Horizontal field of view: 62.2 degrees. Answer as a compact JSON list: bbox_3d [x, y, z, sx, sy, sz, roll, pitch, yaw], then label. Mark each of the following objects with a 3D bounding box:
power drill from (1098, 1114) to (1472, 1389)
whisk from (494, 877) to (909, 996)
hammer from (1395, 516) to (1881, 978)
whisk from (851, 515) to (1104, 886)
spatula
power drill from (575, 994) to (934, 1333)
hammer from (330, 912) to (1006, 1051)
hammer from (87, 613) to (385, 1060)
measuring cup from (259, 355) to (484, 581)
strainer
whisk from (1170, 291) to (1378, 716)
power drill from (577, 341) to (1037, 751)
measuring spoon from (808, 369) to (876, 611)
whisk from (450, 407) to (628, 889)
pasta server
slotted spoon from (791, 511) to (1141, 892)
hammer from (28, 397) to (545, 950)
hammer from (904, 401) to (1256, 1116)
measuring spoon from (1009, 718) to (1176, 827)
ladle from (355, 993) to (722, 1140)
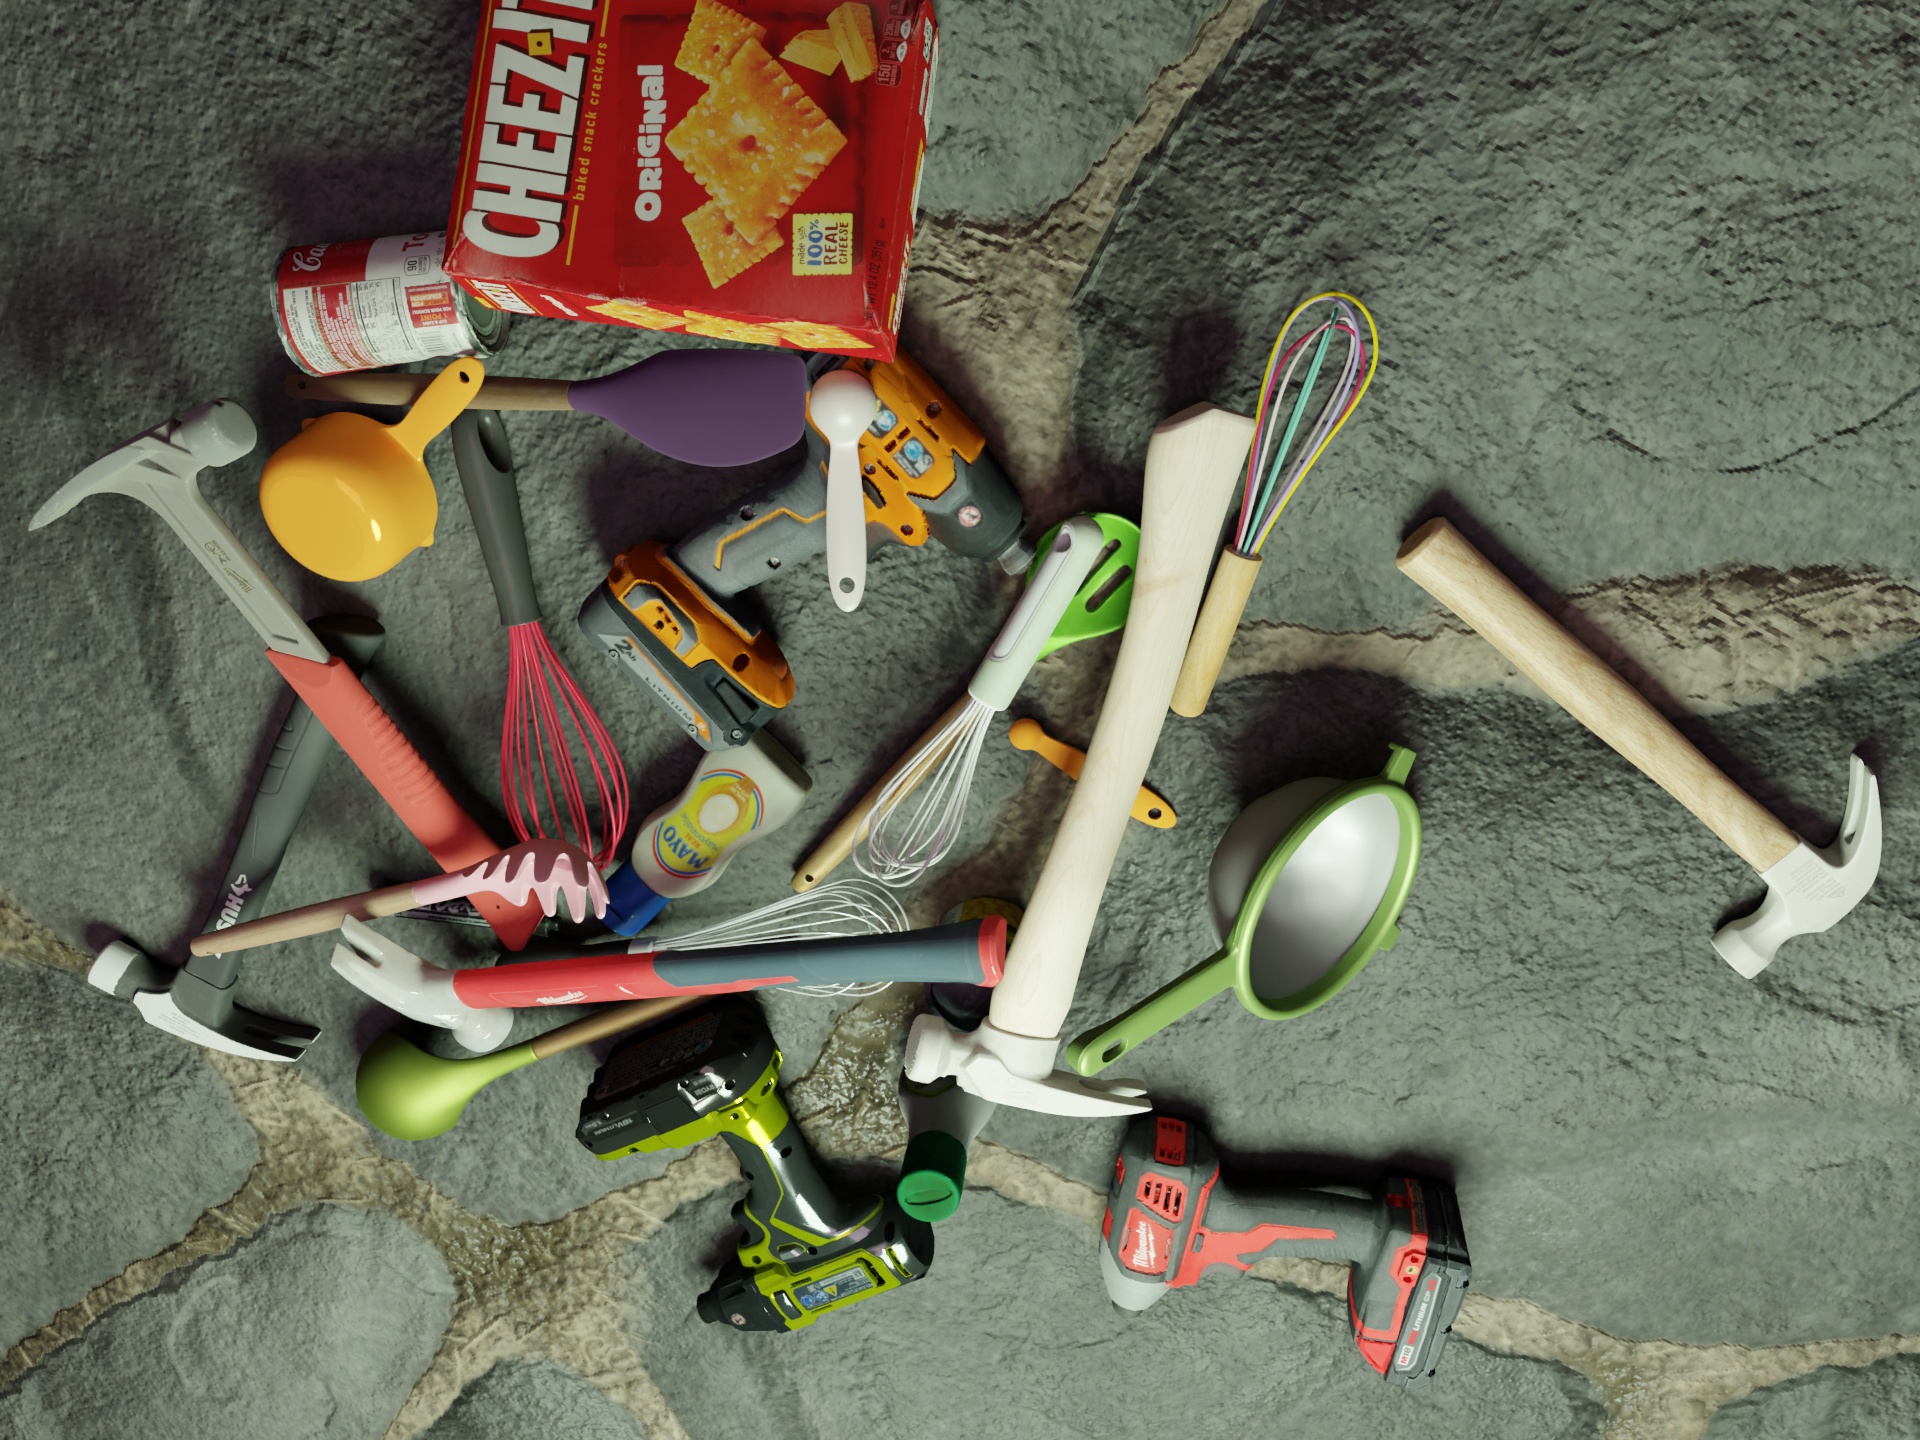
[{"bbox_3d":[0.199,0.341,1.015,0.219,0.079,0.143,12,113,4],"label":"power drill"},{"bbox_3d":[-0.164,0.141,0.979,0.284,0.070,0.070,-7,112,18],"label":"whisk"},{"bbox_3d":[0.373,0.002,0.875,0.331,0.031,0.130,39,112,-9],"label":"hammer"},{"bbox_3d":[0.010,-0.007,0.878,0.059,0.058,0.246,16,115,-34],"label":"whisk"},{"bbox_3d":[-0.227,-0.171,0.843,0.316,0.018,0.060,6,98,18],"label":"spatula"},{"bbox_3d":[-0.143,0.302,1.038,0.171,0.080,0.223,-25,111,16],"label":"power drill"},{"bbox_3d":[-0.162,0.136,0.892,0.386,0.038,0.143,-8,147,21],"label":"hammer"},{"bbox_3d":[-0.430,0.075,0.997,0.146,0.035,0.334,29,112,-5],"label":"hammer"},{"bbox_3d":[-0.314,-0.138,0.857,0.173,0.052,0.095,-31,110,38],"label":"measuring cup"},{"bbox_3d":[0.145,0.111,0.876,0.256,0.069,0.151,-27,130,-26],"label":"strainer"},{"bbox_3d":[0.162,-0.108,0.849,0.047,0.051,0.244,14,117,-6],"label":"whisk"},{"bbox_3d":[-0.078,-0.088,0.865,0.226,0.084,0.164,-42,102,16],"label":"power drill"},{"bbox_3d":[-0.059,-0.114,0.807,0.034,0.018,0.124,-1,108,0],"label":"measuring spoon"},{"bbox_3d":[-0.248,-0.039,0.917,0.073,0.073,0.295,-7,106,9],"label":"whisk"},{"bbox_3d":[-0.340,0.114,0.940,0.316,0.040,0.060,-14,147,23],"label":"pasta server"},{"bbox_3d":[-0.001,-0.003,0.920,0.070,0.031,0.313,39,113,-10],"label":"slotted spoon"},{"bbox_3d":[-0.359,-0.005,0.911,0.149,0.037,0.358,-20,117,24],"label":"hammer"},{"bbox_3d":[0.091,0.032,0.871,0.146,0.038,0.410,13,107,-9],"label":"hammer"},{"bbox_3d":[0.078,0.034,0.928,0.117,0.011,0.021,31,115,-13],"label":"measuring spoon"},{"bbox_3d":[-0.247,0.197,1.030,0.320,0.062,0.078,-21,107,7],"label":"ladle"}]
